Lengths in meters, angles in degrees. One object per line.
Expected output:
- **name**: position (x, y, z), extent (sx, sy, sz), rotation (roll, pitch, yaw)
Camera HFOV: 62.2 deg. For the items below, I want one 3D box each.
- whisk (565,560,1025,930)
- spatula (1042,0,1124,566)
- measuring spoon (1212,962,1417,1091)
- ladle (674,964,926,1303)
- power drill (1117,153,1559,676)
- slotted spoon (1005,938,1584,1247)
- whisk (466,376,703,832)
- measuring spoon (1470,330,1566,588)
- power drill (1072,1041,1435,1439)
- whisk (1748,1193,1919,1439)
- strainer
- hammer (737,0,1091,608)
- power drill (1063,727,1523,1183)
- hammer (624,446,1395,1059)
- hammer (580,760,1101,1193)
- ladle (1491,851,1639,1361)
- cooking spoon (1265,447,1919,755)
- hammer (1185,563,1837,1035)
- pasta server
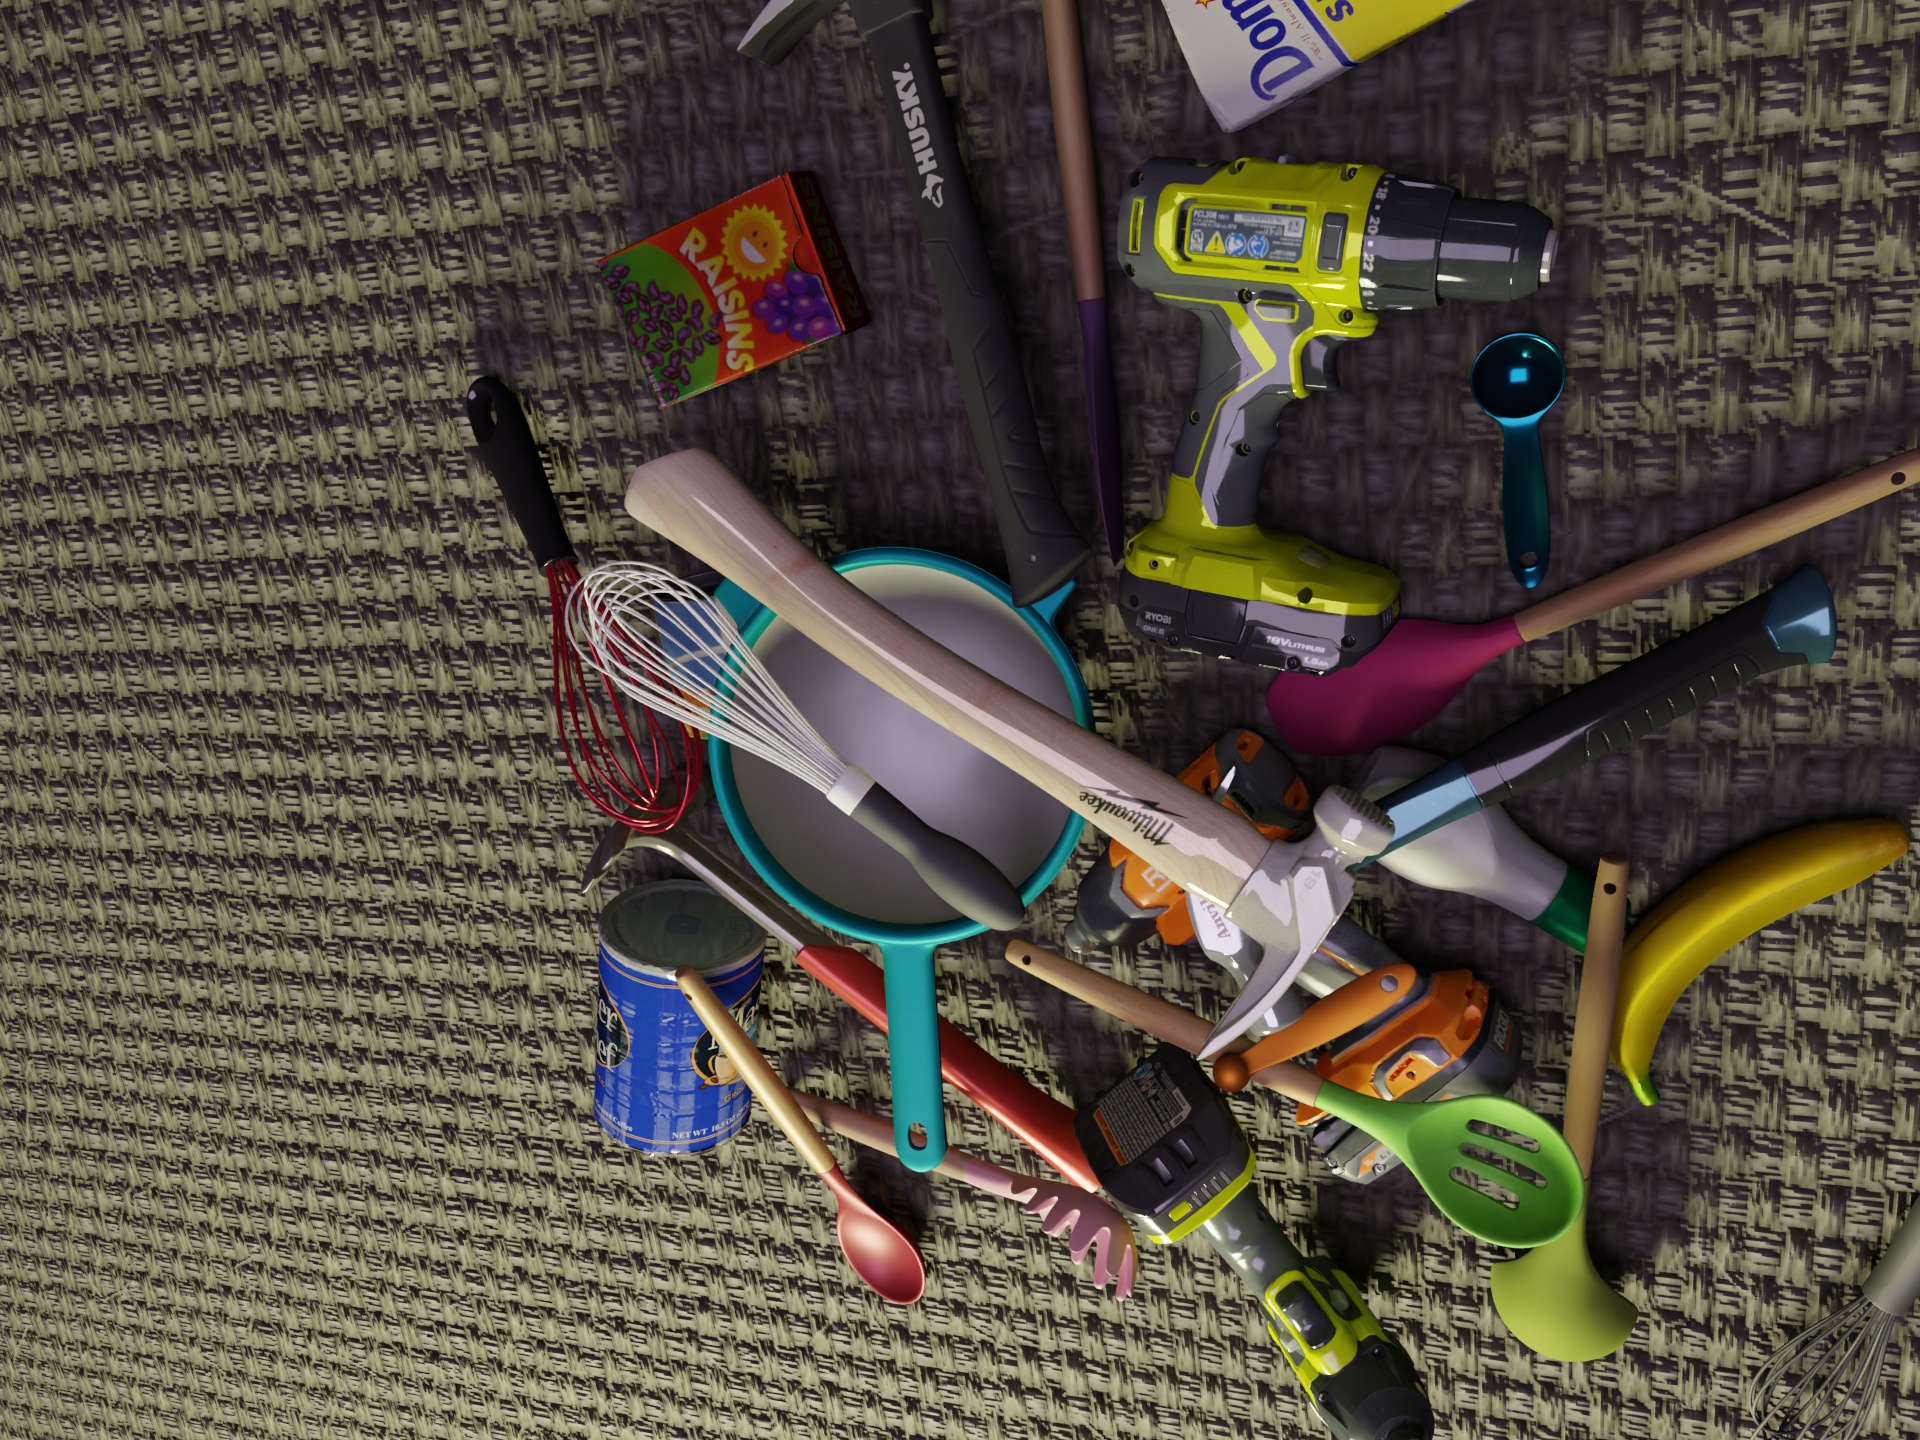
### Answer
- **whisk**: position (-0.080, 0.014, 0.809), extent (0.284, 0.070, 0.070), rotation (38, 119, 0)
- **spatula**: position (0.061, -0.232, 0.776), extent (0.018, 0.060, 0.315), rotation (-4, 104, 15)
- **measuring spoon**: position (0.177, 0.153, 0.798), extent (0.117, 0.011, 0.021), rotation (-33, 69, 13)
- **ladle**: position (-0.098, 0.262, 0.993), extent (0.069, 0.031, 0.315), rotation (-2, 130, 35)
- **power drill**: position (0.164, -0.143, 0.747), extent (0.191, 0.080, 0.228), rotation (13, 113, 23)
- **slotted spoon**: position (0.162, 0.178, 0.820), extent (0.314, 0.031, 0.070), rotation (22, 98, 23)
- **whisk**: position (-0.219, -0.071, 0.898), extent (0.073, 0.073, 0.296), rotation (-34, 74, 28)
- **measuring spoon**: position (0.268, -0.125, 0.759), extent (0.042, 0.021, 0.128), rotation (-4, 118, 19)
- **power drill**: position (0.166, 0.295, 0.865), extent (0.080, 0.171, 0.223), rotation (-39, 99, 0)
- **whisk**: position (0.480, 0.301, 0.830), extent (0.055, 0.055, 0.239), rotation (24, 113, 10)
- **strainer**: position (-0.020, 0.072, 0.878), extent (0.211, 0.095, 0.340), rotation (-1, 100, 14)
- **hammer**: position (-0.005, -0.219, 0.773), extent (0.146, 0.035, 0.335), rotation (-14, 93, 26)
- **power drill**: position (0.170, 0.135, 0.862), extent (0.226, 0.084, 0.164), rotation (47, 119, 3)
- **hammer**: position (-0.001, -0.003, 0.787), extent (0.411, 0.038, 0.146), rotation (34, 107, 11)
- **hammer**: position (-0.054, 0.164, 0.935), extent (0.359, 0.149, 0.036), rotation (39, 111, -5)
- **ladle**: position (0.327, 0.208, 0.832), extent (0.078, 0.062, 0.320), rotation (10, 116, 28)
- **cooking spoon**: position (0.295, -0.055, 0.768), extent (0.319, 0.017, 0.068), rotation (-25, 107, 28)
- **hammer**: position (0.258, 0.025, 0.762), extent (0.331, 0.033, 0.128), rotation (-29, 89, 12)
- **pasta server**: position (-0.015, 0.264, 0.934), extent (0.316, 0.040, 0.060), rotation (6, 142, 47)
